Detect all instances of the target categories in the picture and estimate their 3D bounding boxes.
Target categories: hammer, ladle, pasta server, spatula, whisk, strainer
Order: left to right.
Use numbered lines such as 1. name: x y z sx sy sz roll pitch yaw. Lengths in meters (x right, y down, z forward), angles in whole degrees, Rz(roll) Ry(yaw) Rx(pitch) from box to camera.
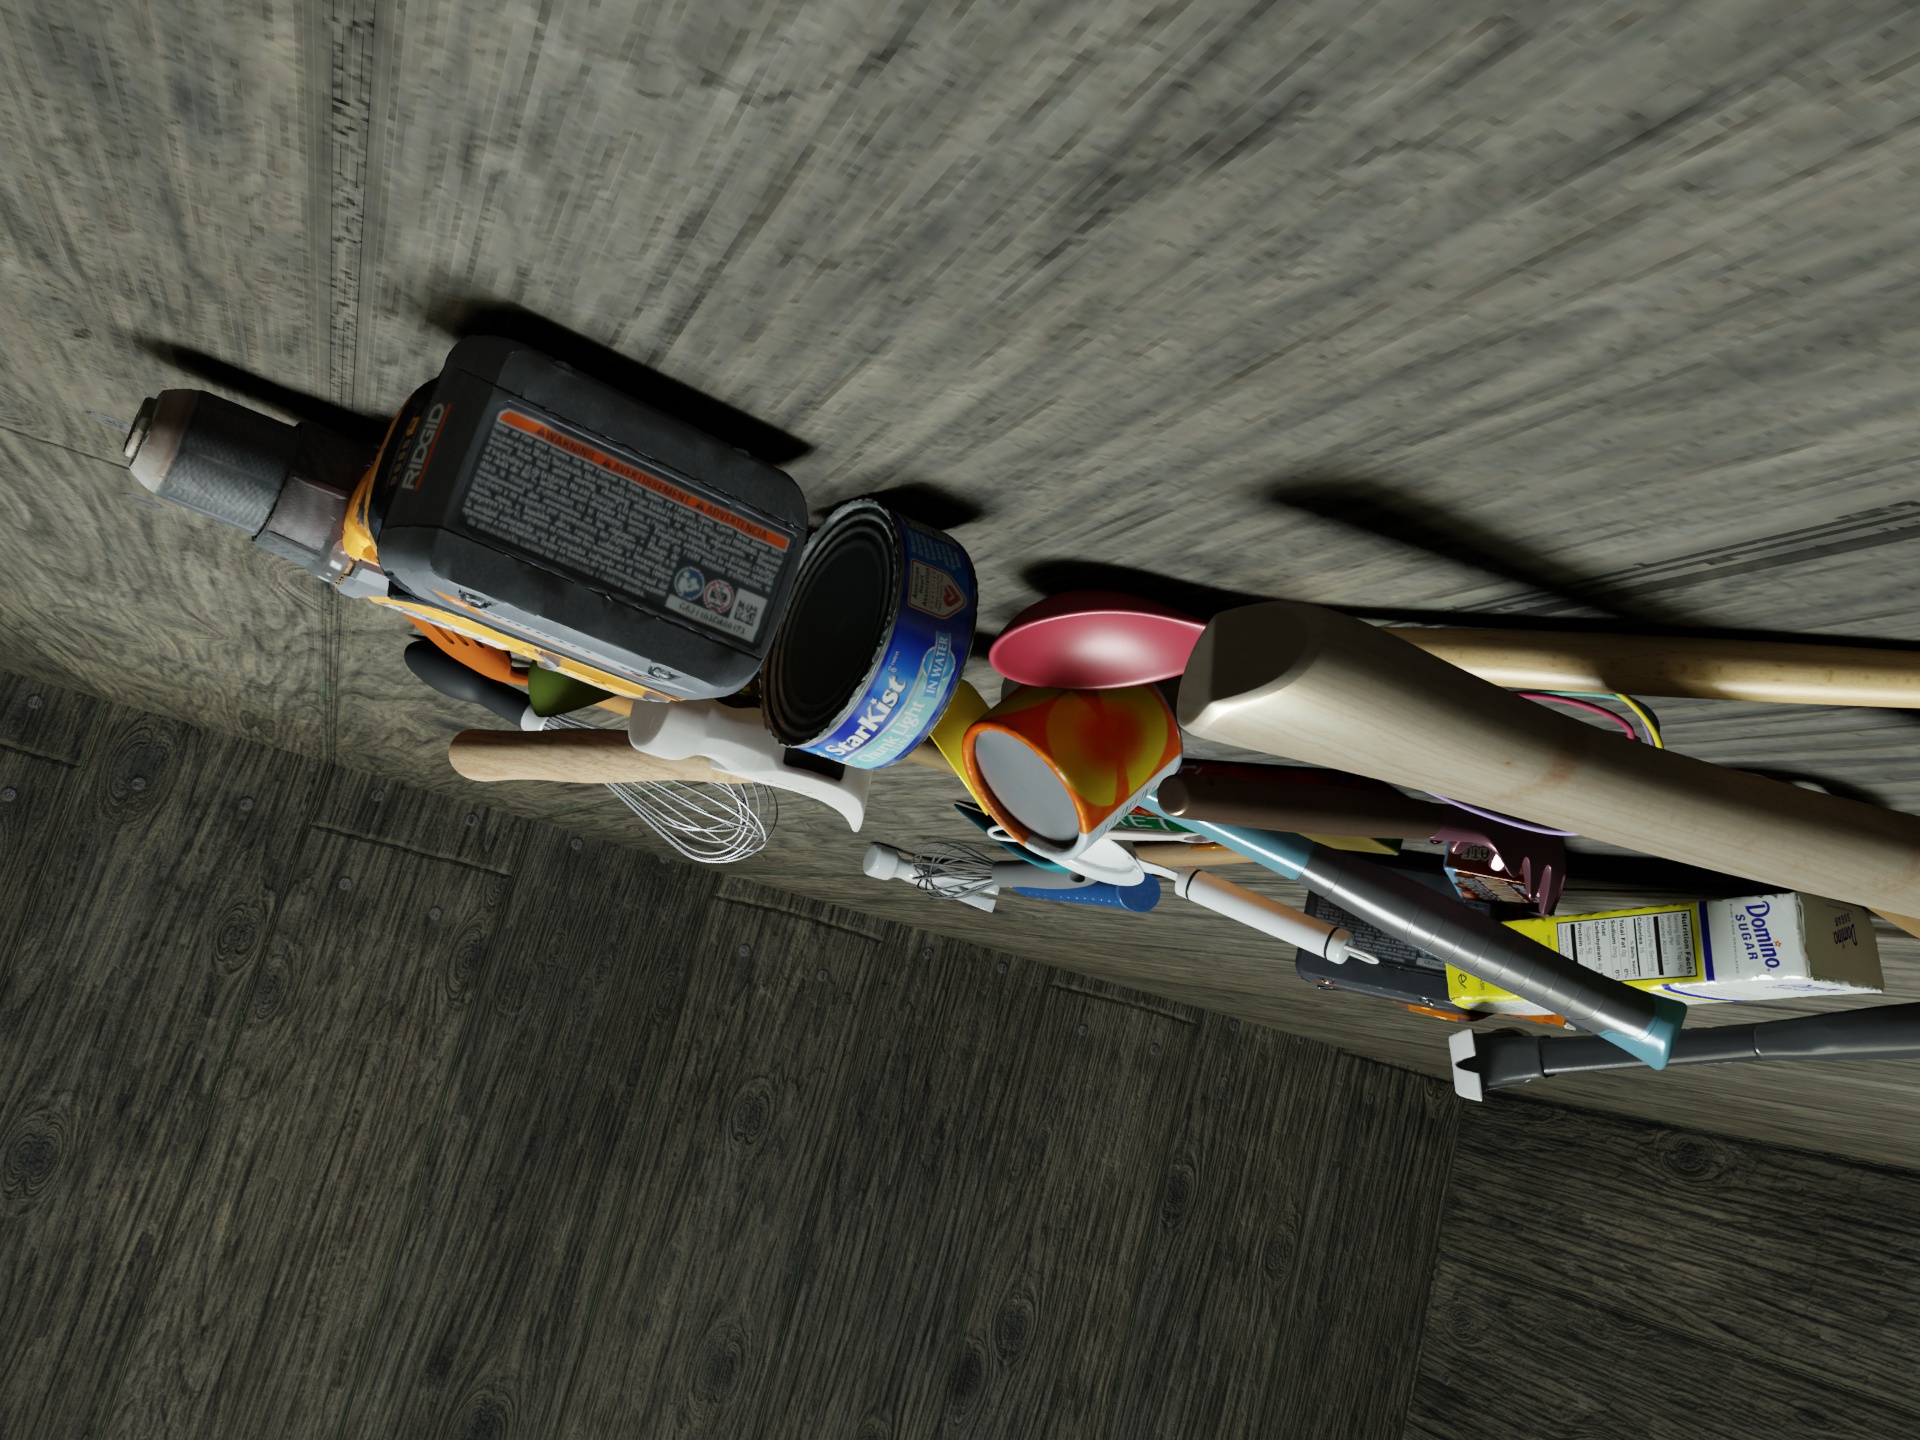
1. whisk: -0.244 0.014 1.020 0.285 0.070 0.070 26 172 14
2. spatula: -0.214 -0.025 0.962 0.081 0.041 0.322 8 171 35
3. hammer: -0.155 0.017 0.728 0.130 0.031 0.331 20 167 -36
4. ladle: -0.082 0.008 0.868 0.320 0.062 0.078 19 169 -35
5. whisk: 0.036 0.128 1.358 0.055 0.055 0.239 22 162 -35
6. hammer: 0.056 0.150 1.456 0.144 0.035 0.405 20 168 -25
7. spatula: 0.112 0.078 1.055 0.082 0.044 0.317 22 162 -32
8. strainer: 0.131 0.092 0.946 0.259 0.050 0.086 22 160 33
9. whisk: 0.133 -0.005 0.574 0.245 0.051 0.047 9 148 47
10. hammer: 0.167 0.069 0.712 0.331 0.033 0.128 26 167 7
11. pasta server: 0.163 0.044 0.611 0.316 0.040 0.060 8 -157 -50
12. ladle: 0.148 -0.020 0.492 0.315 0.031 0.069 5 166 34
13. hammer: 0.404 0.154 0.769 0.335 0.035 0.146 -12 166 31
14. hammer: 0.256 0.043 0.471 0.410 0.038 0.146 14 149 -10

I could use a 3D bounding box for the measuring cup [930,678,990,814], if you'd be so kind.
1. measuring cup: -0.001 -0.002 0.720 0.062 0.029 0.157 55 -178 -14

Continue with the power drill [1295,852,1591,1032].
1. power drill: 0.293 0.141 0.983 0.164 0.084 0.226 7 171 38

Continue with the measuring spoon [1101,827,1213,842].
1. measuring spoon: 0.100 0.059 0.918 0.124 0.018 0.034 2 166 -6

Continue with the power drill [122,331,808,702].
1. power drill: -0.174 -0.070 0.538 0.185 0.084 0.226 23 171 -31

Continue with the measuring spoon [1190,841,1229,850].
1. measuring spoon: 0.171 0.064 0.887 0.021 0.011 0.117 7 167 -35

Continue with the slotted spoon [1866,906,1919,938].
1. slotted spoon: 0.386 0.074 0.658 0.313 0.031 0.070 20 168 -37
